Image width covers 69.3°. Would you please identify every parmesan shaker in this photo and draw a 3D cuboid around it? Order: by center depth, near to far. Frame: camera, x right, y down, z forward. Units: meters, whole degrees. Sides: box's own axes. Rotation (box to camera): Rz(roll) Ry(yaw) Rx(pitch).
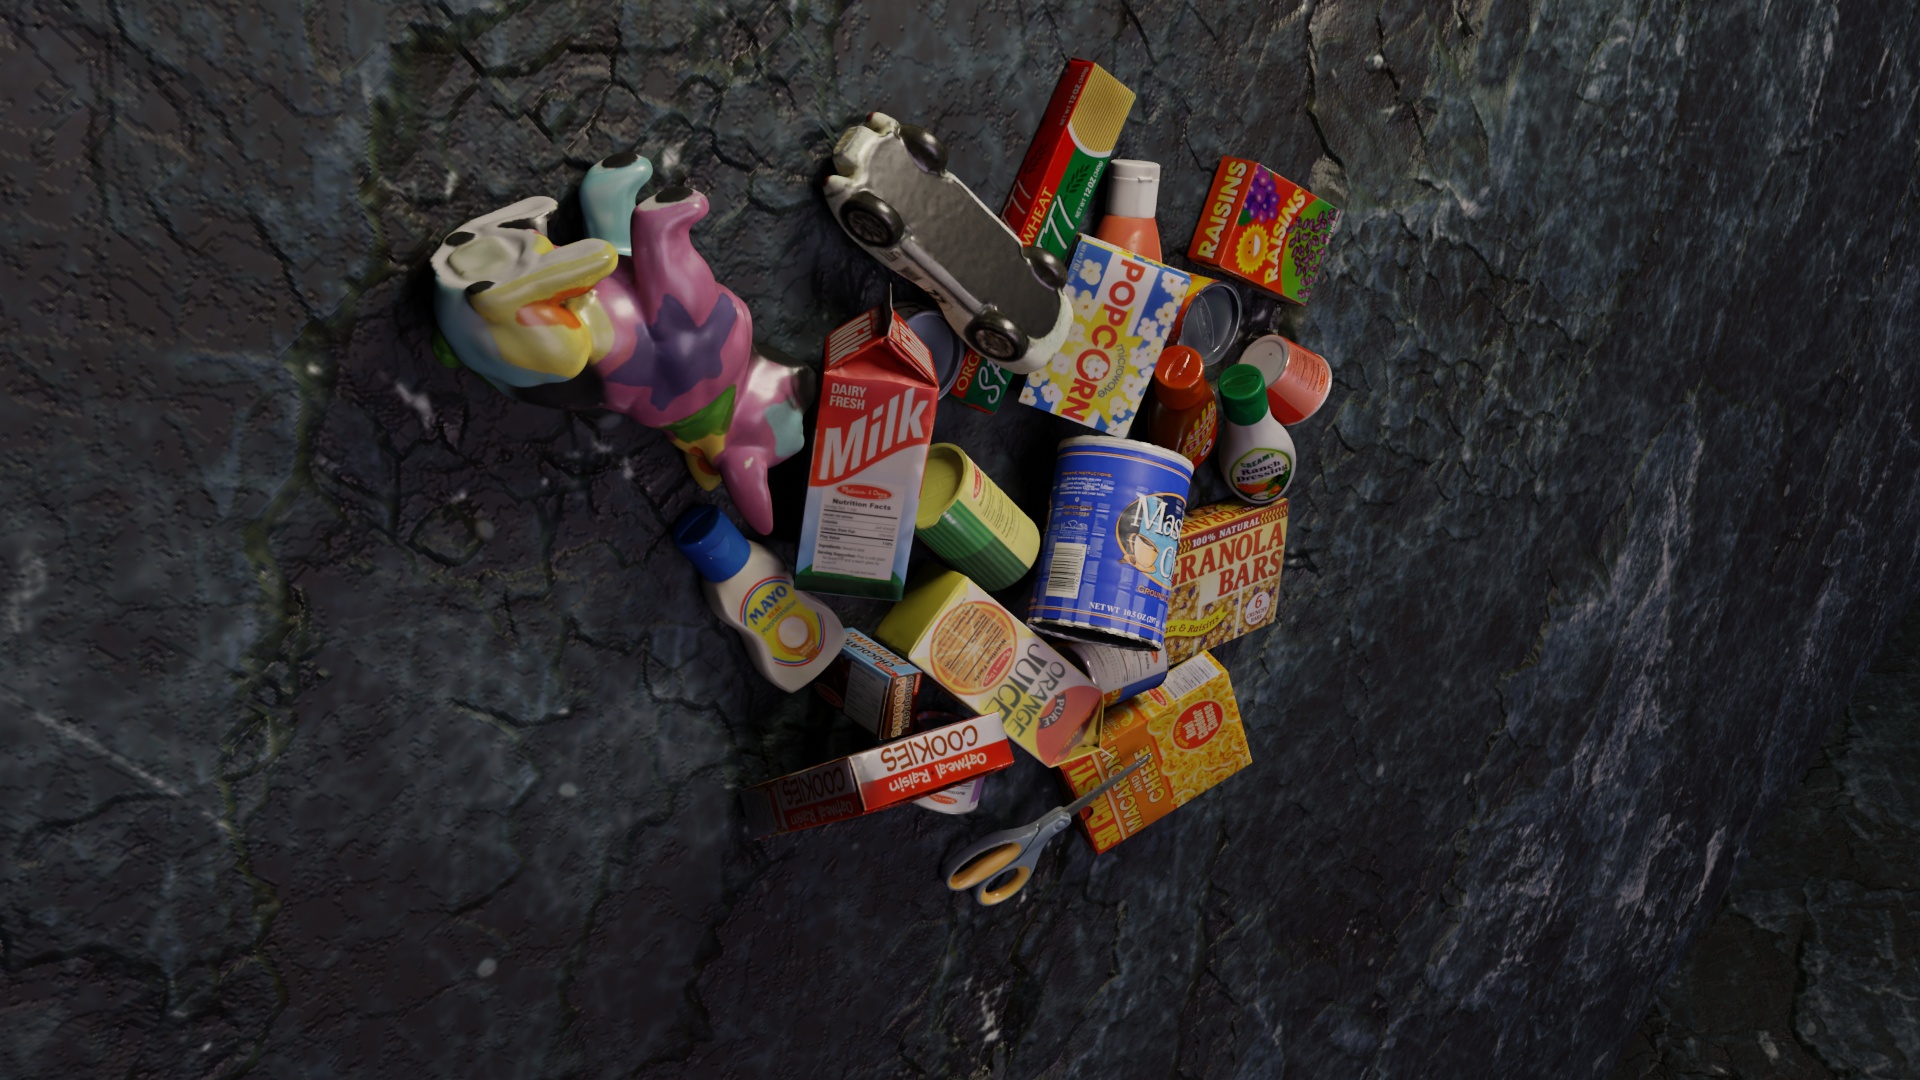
[{"bbox_3d":[0.004,-0.012,0.993,0.071,0.071,0.103,-54,134,-8],"label":"parmesan shaker"}]

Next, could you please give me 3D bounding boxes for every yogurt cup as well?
[{"bbox_3d":[0.269,-0.137,1.170,0.054,0.072,0.072,27,91,-36],"label":"yogurt cup"}]

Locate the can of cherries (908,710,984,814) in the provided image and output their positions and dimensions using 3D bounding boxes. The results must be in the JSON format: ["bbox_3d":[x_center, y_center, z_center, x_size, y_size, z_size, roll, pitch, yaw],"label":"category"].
[{"bbox_3d":[-0.012,0.168,1.066,0.071,0.071,0.058,5,104,-42],"label":"can of cherries"}]

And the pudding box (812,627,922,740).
[{"bbox_3d":[-0.066,0.099,0.974,0.030,0.084,0.049,-6,113,-42],"label":"pudding box"}]

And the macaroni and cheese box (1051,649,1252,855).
[{"bbox_3d":[0.167,0.187,1.215,0.167,0.040,0.123,-29,128,-9],"label":"macaroni and cheese box"}]

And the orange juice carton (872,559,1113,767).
[{"bbox_3d":[0.035,0.102,1.033,0.192,0.072,0.073,40,81,-25],"label":"orange juice carton"}]

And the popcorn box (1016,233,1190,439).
[{"bbox_3d":[0.101,-0.146,0.996,0.085,0.038,0.126,19,109,-6],"label":"popcorn box"}]

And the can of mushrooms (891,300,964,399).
[{"bbox_3d":[-0.035,-0.125,0.934,0.071,0.033,0.070,-19,121,-34],"label":"can of mushrooms"}]

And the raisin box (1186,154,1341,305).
[{"bbox_3d":[0.244,-0.247,1.114,0.123,0.040,0.086,11,103,-44],"label":"raisin box"}]

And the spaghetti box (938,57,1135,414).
[{"bbox_3d":[0.049,-0.209,0.971,0.050,0.029,0.249,21,95,-43],"label":"spaghetti box"}]

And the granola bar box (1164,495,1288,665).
[{"bbox_3d":[0.214,0.034,1.215,0.166,0.039,0.123,-17,120,-34],"label":"granola bar box"}]

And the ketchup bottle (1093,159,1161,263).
[{"bbox_3d":[0.120,-0.203,1.023,0.065,0.043,0.148,-3,111,-22],"label":"ketchup bottle"}]

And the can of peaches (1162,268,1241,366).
[{"bbox_3d":[0.172,-0.172,1.073,0.071,0.058,0.071,-19,121,-34],"label":"can of peaches"}]

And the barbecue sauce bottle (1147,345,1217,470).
[{"bbox_3d":[0.171,-0.102,1.073,0.065,0.044,0.148,-54,160,-10],"label":"barbecue sauce bottle"}]

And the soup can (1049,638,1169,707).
[{"bbox_3d":[0.118,0.104,1.149,0.084,0.071,0.071,-16,119,-34],"label":"soup can"}]

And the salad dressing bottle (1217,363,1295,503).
[{"bbox_3d":[0.243,-0.088,1.157,0.064,0.044,0.147,-15,144,11],"label":"salad dressing bottle"}]

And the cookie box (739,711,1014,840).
[{"bbox_3d":[-0.060,0.164,0.956,0.123,0.167,0.040,-12,82,-36],"label":"cookie box"}]

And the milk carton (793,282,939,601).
[{"bbox_3d":[-0.059,-0.064,0.885,0.073,0.072,0.189,7,115,-9],"label":"milk carton"}]

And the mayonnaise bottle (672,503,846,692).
[{"bbox_3d":[-0.135,0.036,0.916,0.065,0.041,0.147,-45,132,-12],"label":"mayonnaise bottle"}]
